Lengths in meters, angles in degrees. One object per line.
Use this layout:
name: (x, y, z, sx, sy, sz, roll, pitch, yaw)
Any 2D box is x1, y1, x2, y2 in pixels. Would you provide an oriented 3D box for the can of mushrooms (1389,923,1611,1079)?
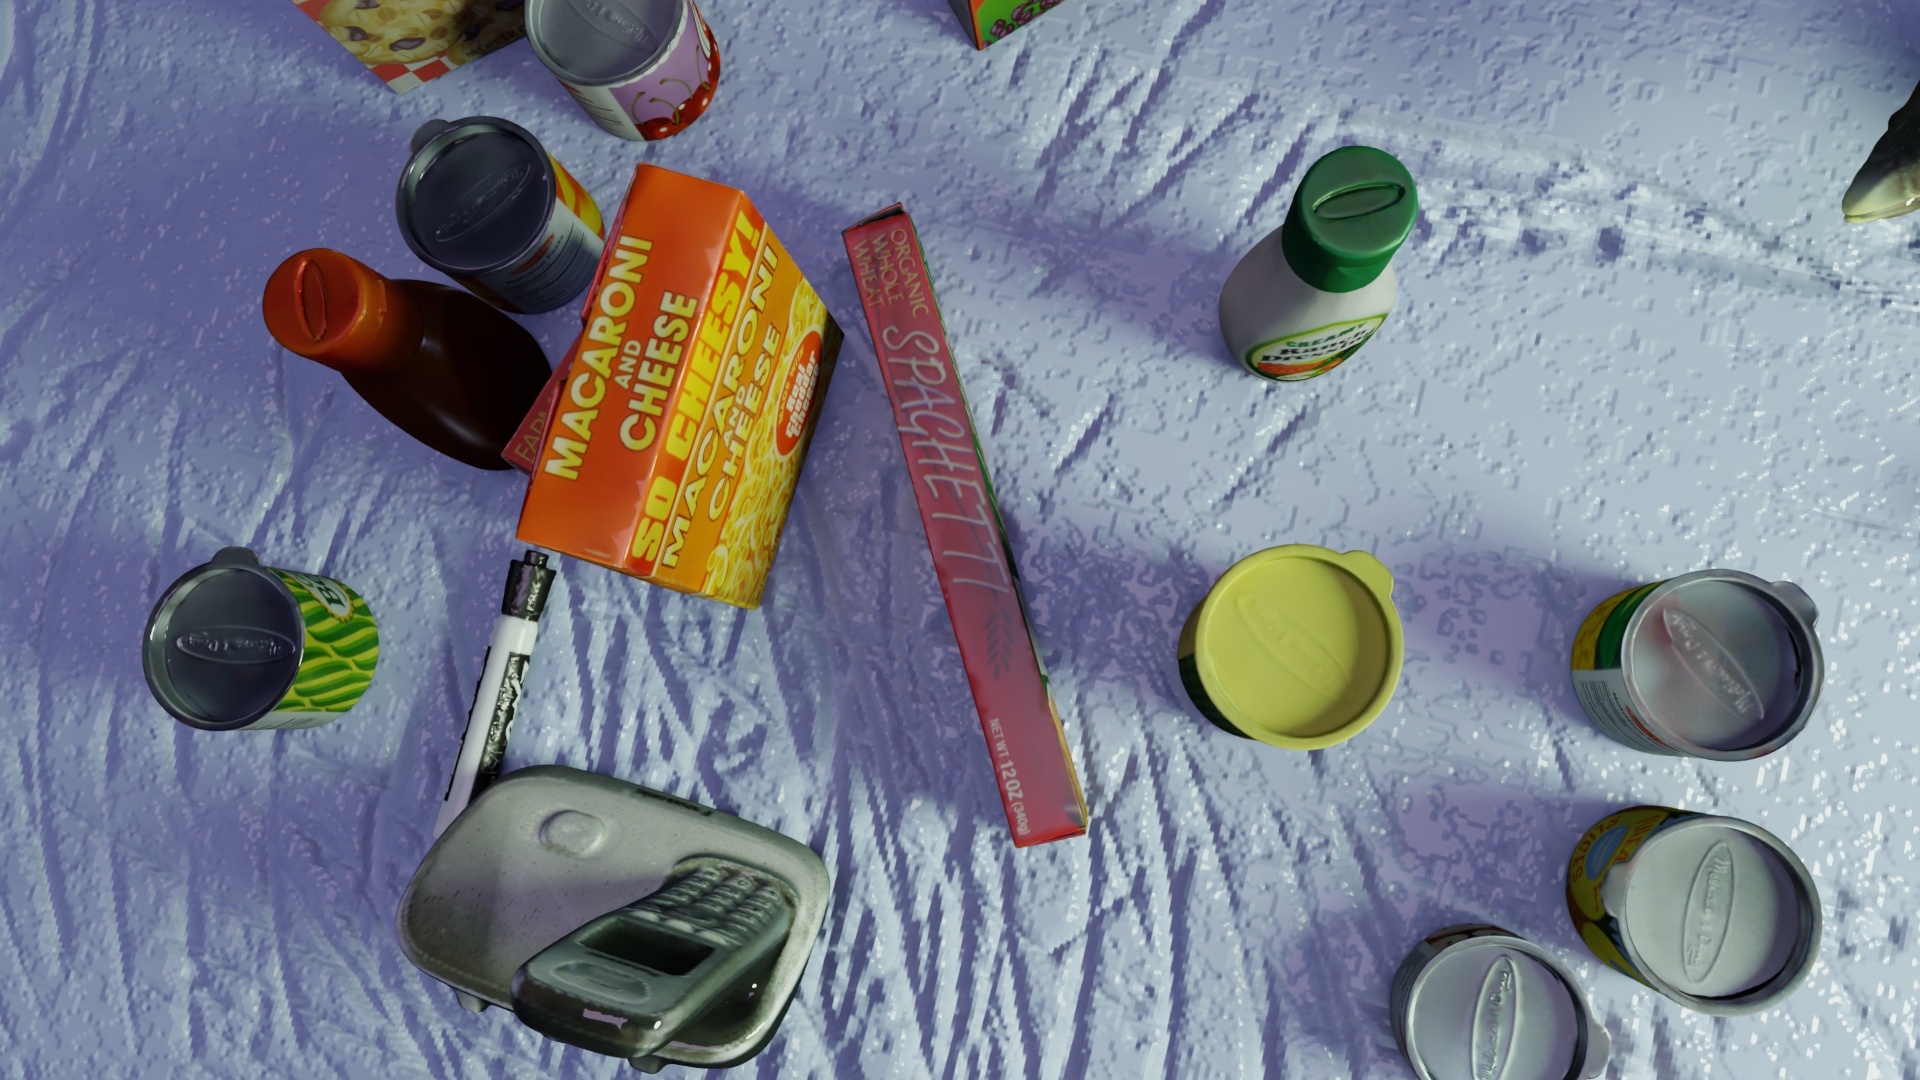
can of mushrooms: (0.194, 0.175, 0.504, 0.071, 0.033, 0.071, -1, 82, 6)

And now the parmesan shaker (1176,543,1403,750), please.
parmesan shaker: (0.116, 0.038, 0.496, 0.071, 0.103, 0.071, -1, 83, 6)

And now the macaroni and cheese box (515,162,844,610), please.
macaroni and cheese box: (-0.092, -0.044, 0.496, 0.040, 0.166, 0.124, 16, 85, 8)

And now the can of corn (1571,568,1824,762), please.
can of corn: (0.265, 0.044, 0.502, 0.071, 0.058, 0.071, -1, 82, 6)

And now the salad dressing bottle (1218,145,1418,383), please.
salad dressing bottle: (0.127, -0.094, 0.490, 0.064, 0.147, 0.044, -13, 82, 4)

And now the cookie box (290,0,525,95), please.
cookie box: (-0.210, -0.248, 0.536, 0.123, 0.167, 0.040, -24, 81, 2)

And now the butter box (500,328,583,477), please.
butter box: (-0.139, -0.067, 0.562, 0.024, 0.053, 0.103, 32, 87, 9)

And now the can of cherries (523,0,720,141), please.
can of cherries: (-0.137, -0.210, 0.579, 0.071, 0.058, 0.071, -1, 82, 6)

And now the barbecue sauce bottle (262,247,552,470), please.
barbecue sauce bottle: (-0.200, -0.069, 0.520, 0.044, 0.148, 0.065, -11, 82, 5)

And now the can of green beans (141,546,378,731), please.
can of green beans: (-0.279, 0.043, 0.559, 0.071, 0.058, 0.071, -1, 82, 6)

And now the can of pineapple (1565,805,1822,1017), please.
can of pineapple: (0.255, 0.128, 0.492, 0.071, 0.058, 0.071, -1, 82, 6)

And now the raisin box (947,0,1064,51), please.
raisin box: (0.028, -0.251, 0.534, 0.086, 0.123, 0.040, -30, 81, 2)

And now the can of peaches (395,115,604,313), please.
can of peaches: (-0.189, -0.134, 0.574, 0.071, 0.058, 0.071, -1, 82, 6)

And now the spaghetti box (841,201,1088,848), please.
spaghetti box: (0.002, -0.007, 0.541, 0.029, 0.050, 0.250, -17, 81, 4)
